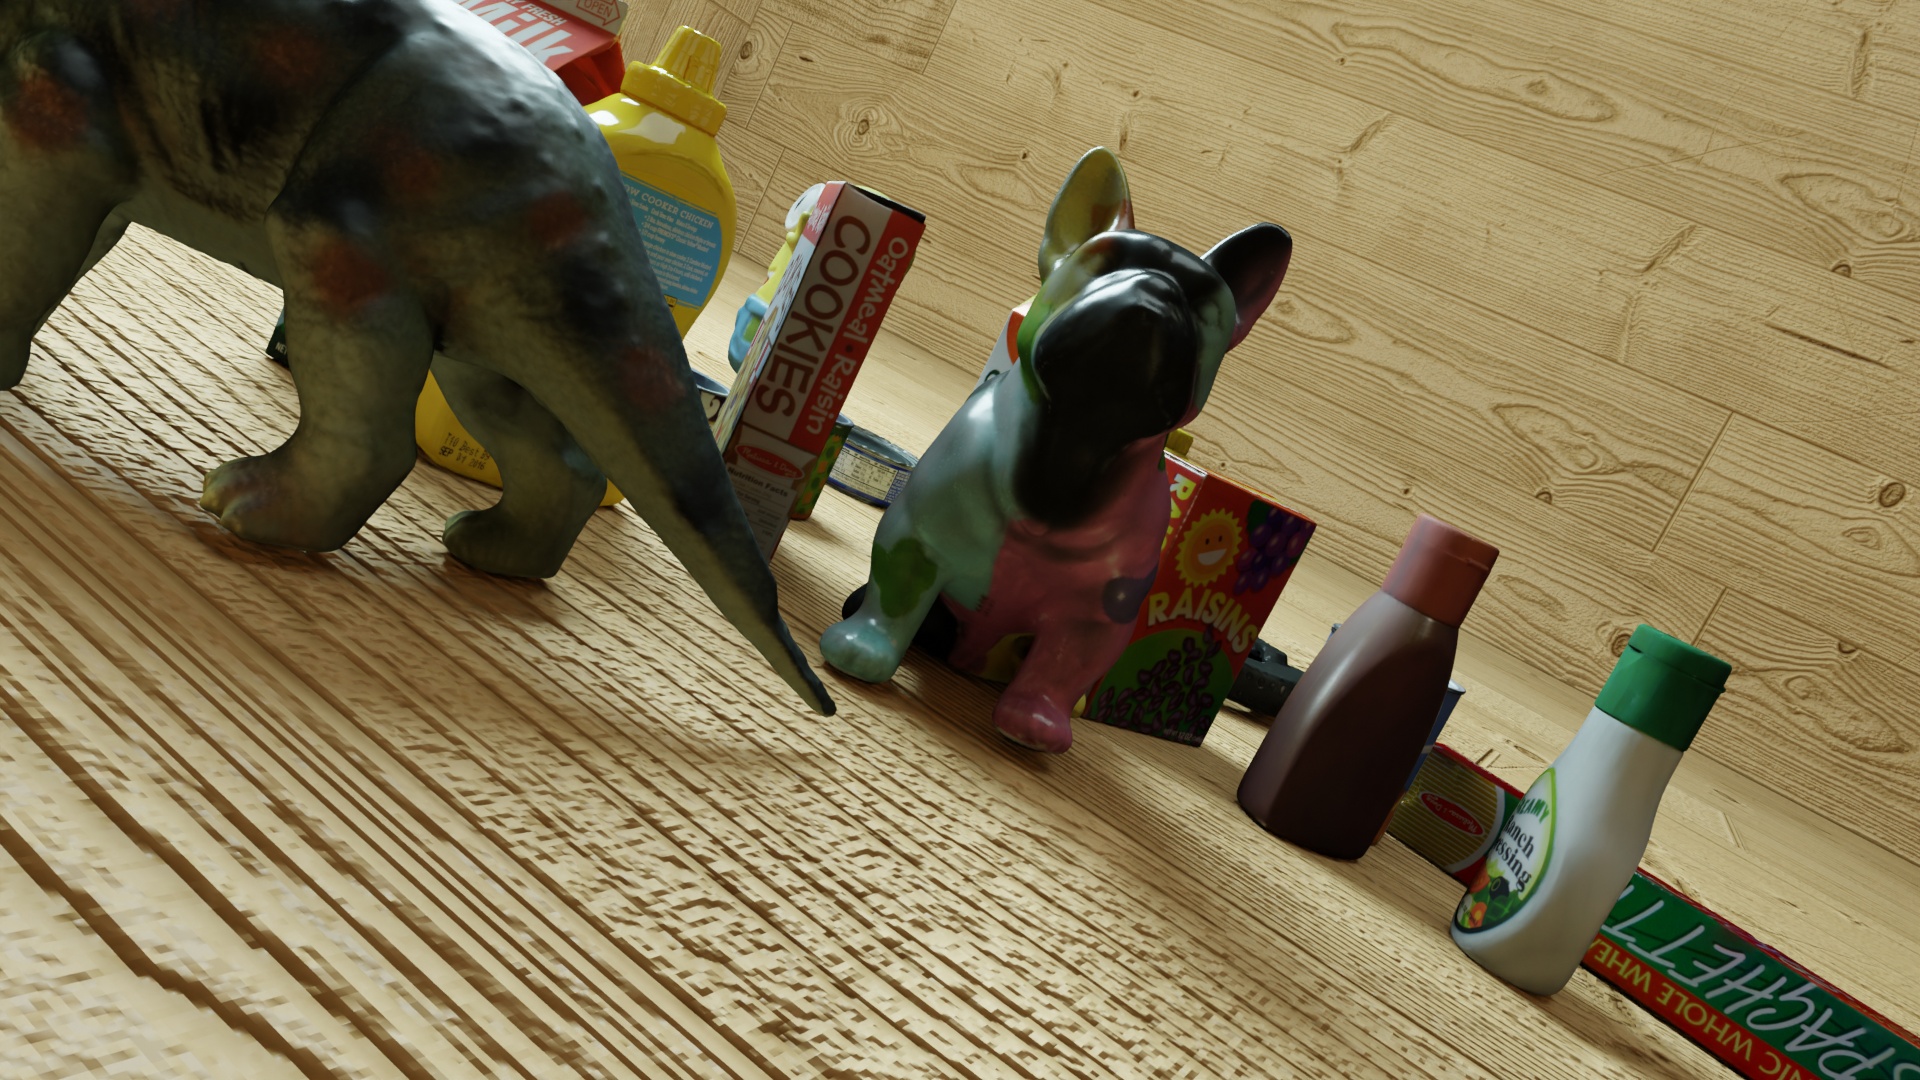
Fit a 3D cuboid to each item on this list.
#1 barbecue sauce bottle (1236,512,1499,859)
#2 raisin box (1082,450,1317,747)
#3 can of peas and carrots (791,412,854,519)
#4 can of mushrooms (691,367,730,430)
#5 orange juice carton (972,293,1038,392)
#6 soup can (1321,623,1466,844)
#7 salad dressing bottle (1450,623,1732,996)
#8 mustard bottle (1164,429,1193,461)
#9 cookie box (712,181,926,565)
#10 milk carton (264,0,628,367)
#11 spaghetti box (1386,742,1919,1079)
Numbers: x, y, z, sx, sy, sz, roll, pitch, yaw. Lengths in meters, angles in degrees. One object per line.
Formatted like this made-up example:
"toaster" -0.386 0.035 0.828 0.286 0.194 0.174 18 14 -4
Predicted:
"barbecue sauce bottle" 0.179 0.062 0.594 0.065 0.148 0.044 22 10 -24
"raisin box" 0.103 0.028 0.650 0.086 0.123 0.040 19 11 -37
"can of peas and carrots" -0.099 -0.051 0.742 0.071 0.058 0.071 25 9 -4
"can of mushrooms" -0.170 -0.085 0.817 0.071 0.033 0.071 25 9 -4
"orange juice carton" 0.052 -0.074 0.863 0.072 0.192 0.073 31 10 30
"soup can" 0.186 0.090 0.657 0.071 0.083 0.071 25 9 -4
"salad dressing bottle" 0.248 0.105 0.546 0.044 0.147 0.064 27 9 3
"mustard bottle" 0.098 -0.024 0.812 0.049 0.160 0.065 25 9 -9
"cookie box" -0.073 -0.076 0.617 0.040 0.167 0.123 24 9 -14
"milk carton" -0.201 -0.144 0.573 0.072 0.190 0.073 28 9 15
"spaghetti box" 0.298 0.172 0.611 0.029 0.050 0.250 17 13 -46
